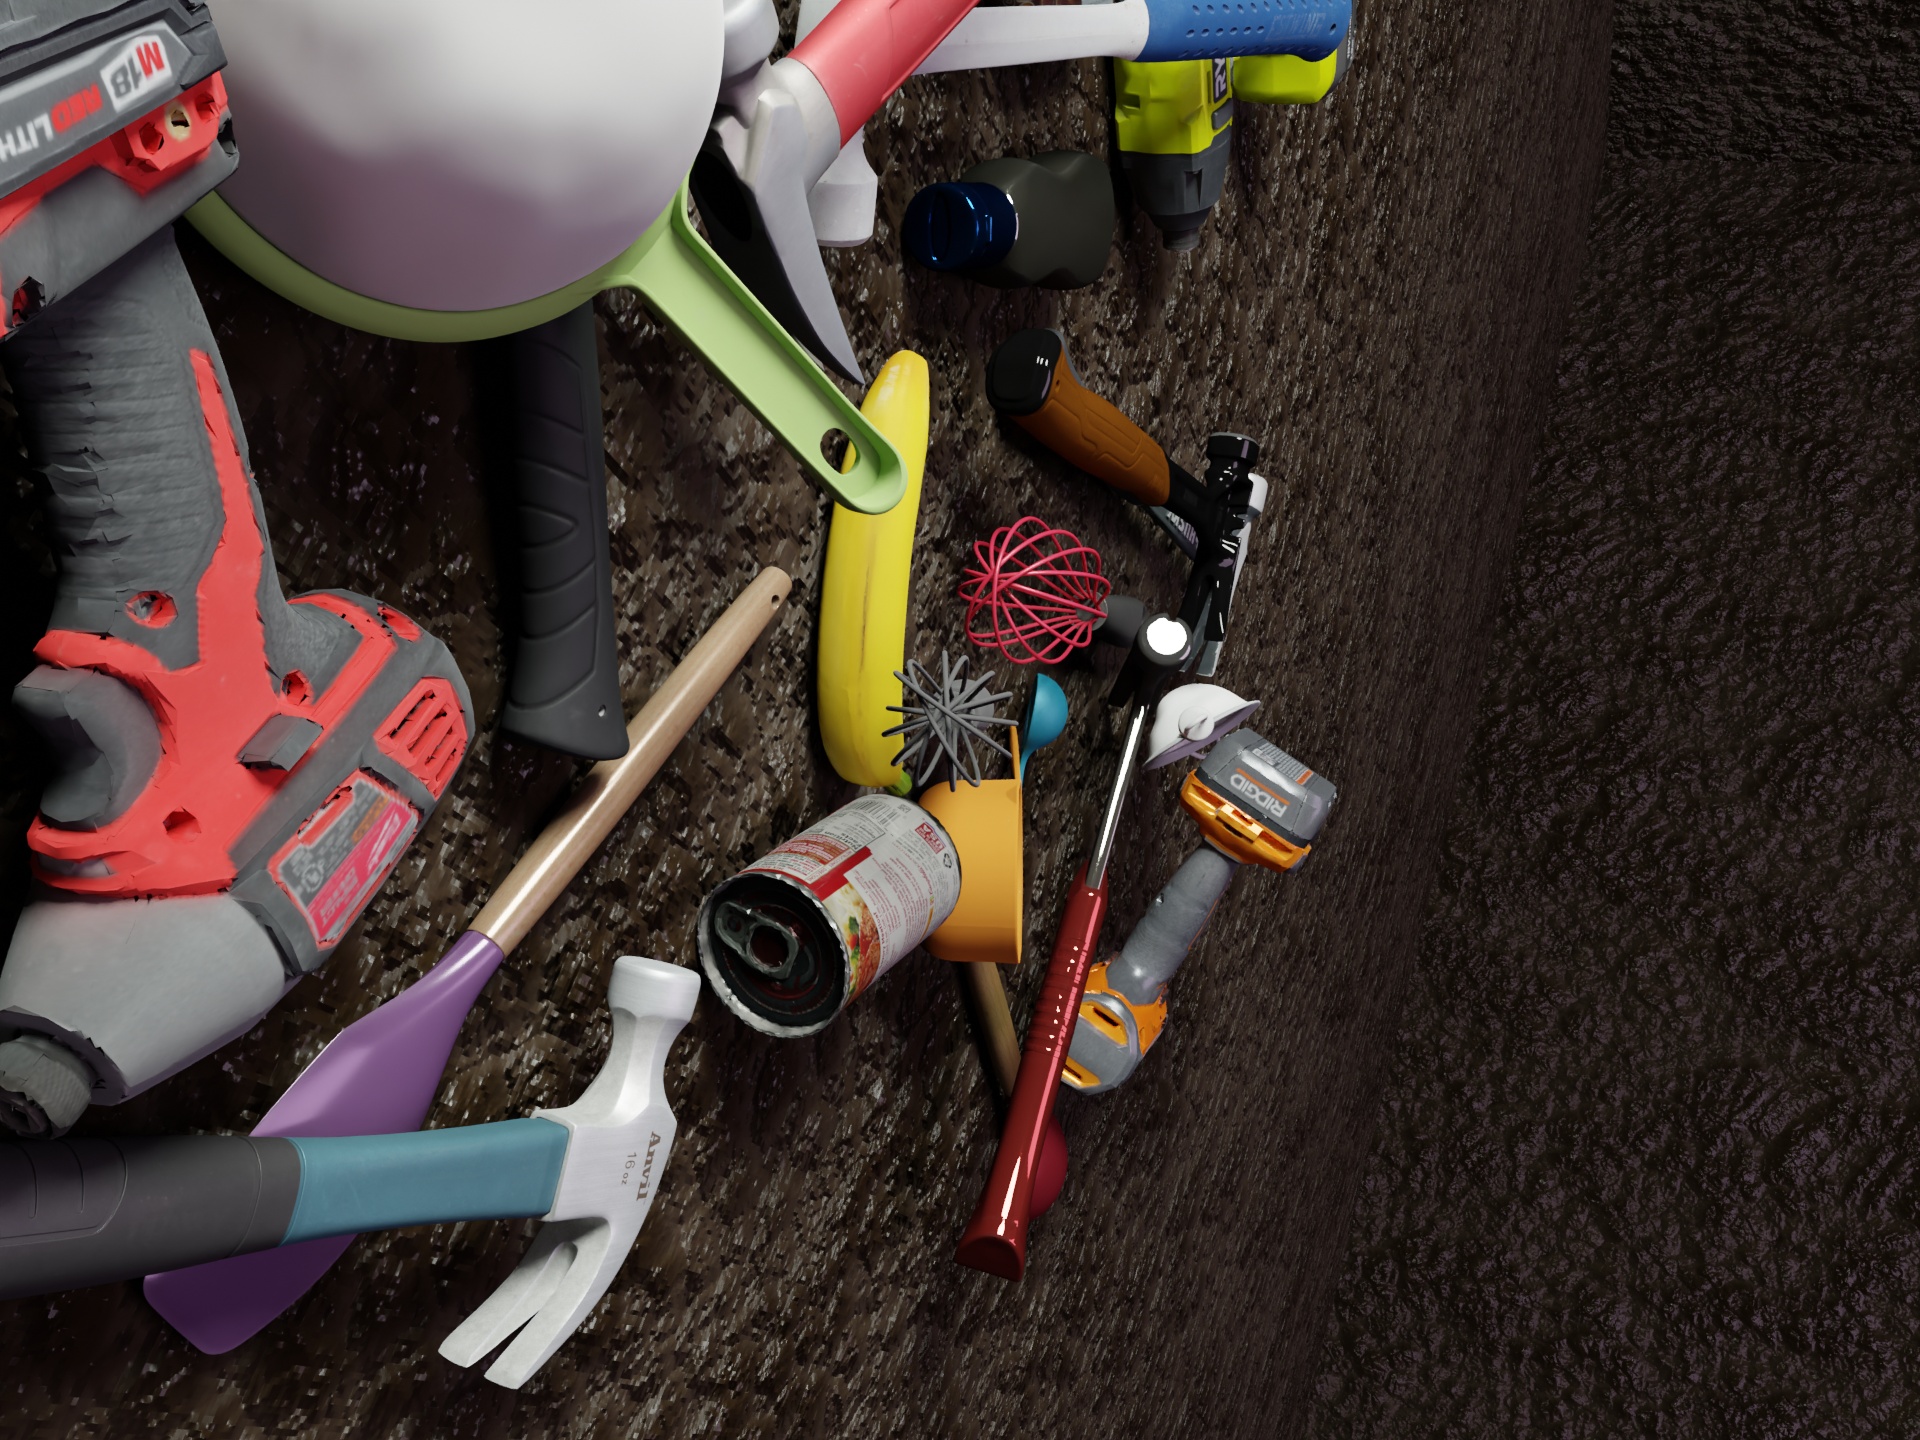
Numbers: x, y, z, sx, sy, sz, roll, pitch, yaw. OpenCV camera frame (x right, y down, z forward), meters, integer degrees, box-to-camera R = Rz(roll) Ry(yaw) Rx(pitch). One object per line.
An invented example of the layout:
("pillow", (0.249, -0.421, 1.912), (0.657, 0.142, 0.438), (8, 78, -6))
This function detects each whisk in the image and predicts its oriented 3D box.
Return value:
("whisk", (0.000, -0.002, 0.679), (0.239, 0.055, 0.055), (-36, 135, -86))
("whisk", (0.064, -0.061, 0.859), (0.295, 0.073, 0.073), (2, 98, -72))

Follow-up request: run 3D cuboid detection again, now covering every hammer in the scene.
("hammer", (0.092, -0.126, 0.838), (0.336, 0.034, 0.127), (13, 88, -64))
("hammer", (-0.117, -0.144, 0.454), (0.146, 0.035, 0.334), (-34, 130, -57))
("hammer", (0.110, -0.133, 0.952), (0.408, 0.036, 0.149), (23, 80, -65))
("hammer", (0.038, -0.291, 0.554), (0.386, 0.038, 0.143), (-54, 151, -22))
("hammer", (-0.182, 0.117, 0.395), (0.330, 0.033, 0.128), (21, 80, -61))
("hammer", (0.063, 0.124, 0.882), (0.149, 0.036, 0.359), (97, 9, -73))
("hammer", (0.071, -0.304, 0.685), (0.405, 0.035, 0.144), (-31, 140, -47))

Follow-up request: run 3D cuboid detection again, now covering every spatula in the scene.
("spatula", (-0.136, 0.054, 0.512), (0.316, 0.018, 0.059), (-58, 147, -36))

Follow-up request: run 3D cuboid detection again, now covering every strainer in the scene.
("strainer", (0.140, 0.001, 0.954), (0.050, 0.087, 0.258), (60, 6, 5))
("strainer", (-0.078, -0.130, 0.386), (0.151, 0.069, 0.256), (-55, 131, -11))

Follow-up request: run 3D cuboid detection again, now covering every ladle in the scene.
("ladle", (0.026, 0.194, 0.915), (0.069, 0.031, 0.315), (-59, 147, -39))

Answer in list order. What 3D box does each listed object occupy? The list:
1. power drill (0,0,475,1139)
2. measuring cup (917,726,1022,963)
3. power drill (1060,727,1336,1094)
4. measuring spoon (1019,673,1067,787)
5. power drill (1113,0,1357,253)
("power drill", (-0.176, -0.028, 0.313), (0.143, 0.078, 0.219), (-67, 157, -45))
("measuring cup", (0.005, 0.050, 0.794), (0.174, 0.052, 0.095), (-87, 176, -59))
("power drill", (0.140, 0.118, 0.991), (0.226, 0.084, 0.164), (-58, 168, 11))
("measuring spoon", (0.040, 0.038, 0.871), (0.042, 0.021, 0.128), (-90, -171, -80))
("power drill", (0.151, -0.381, 0.896), (0.223, 0.080, 0.171), (-51, 143, -40))
